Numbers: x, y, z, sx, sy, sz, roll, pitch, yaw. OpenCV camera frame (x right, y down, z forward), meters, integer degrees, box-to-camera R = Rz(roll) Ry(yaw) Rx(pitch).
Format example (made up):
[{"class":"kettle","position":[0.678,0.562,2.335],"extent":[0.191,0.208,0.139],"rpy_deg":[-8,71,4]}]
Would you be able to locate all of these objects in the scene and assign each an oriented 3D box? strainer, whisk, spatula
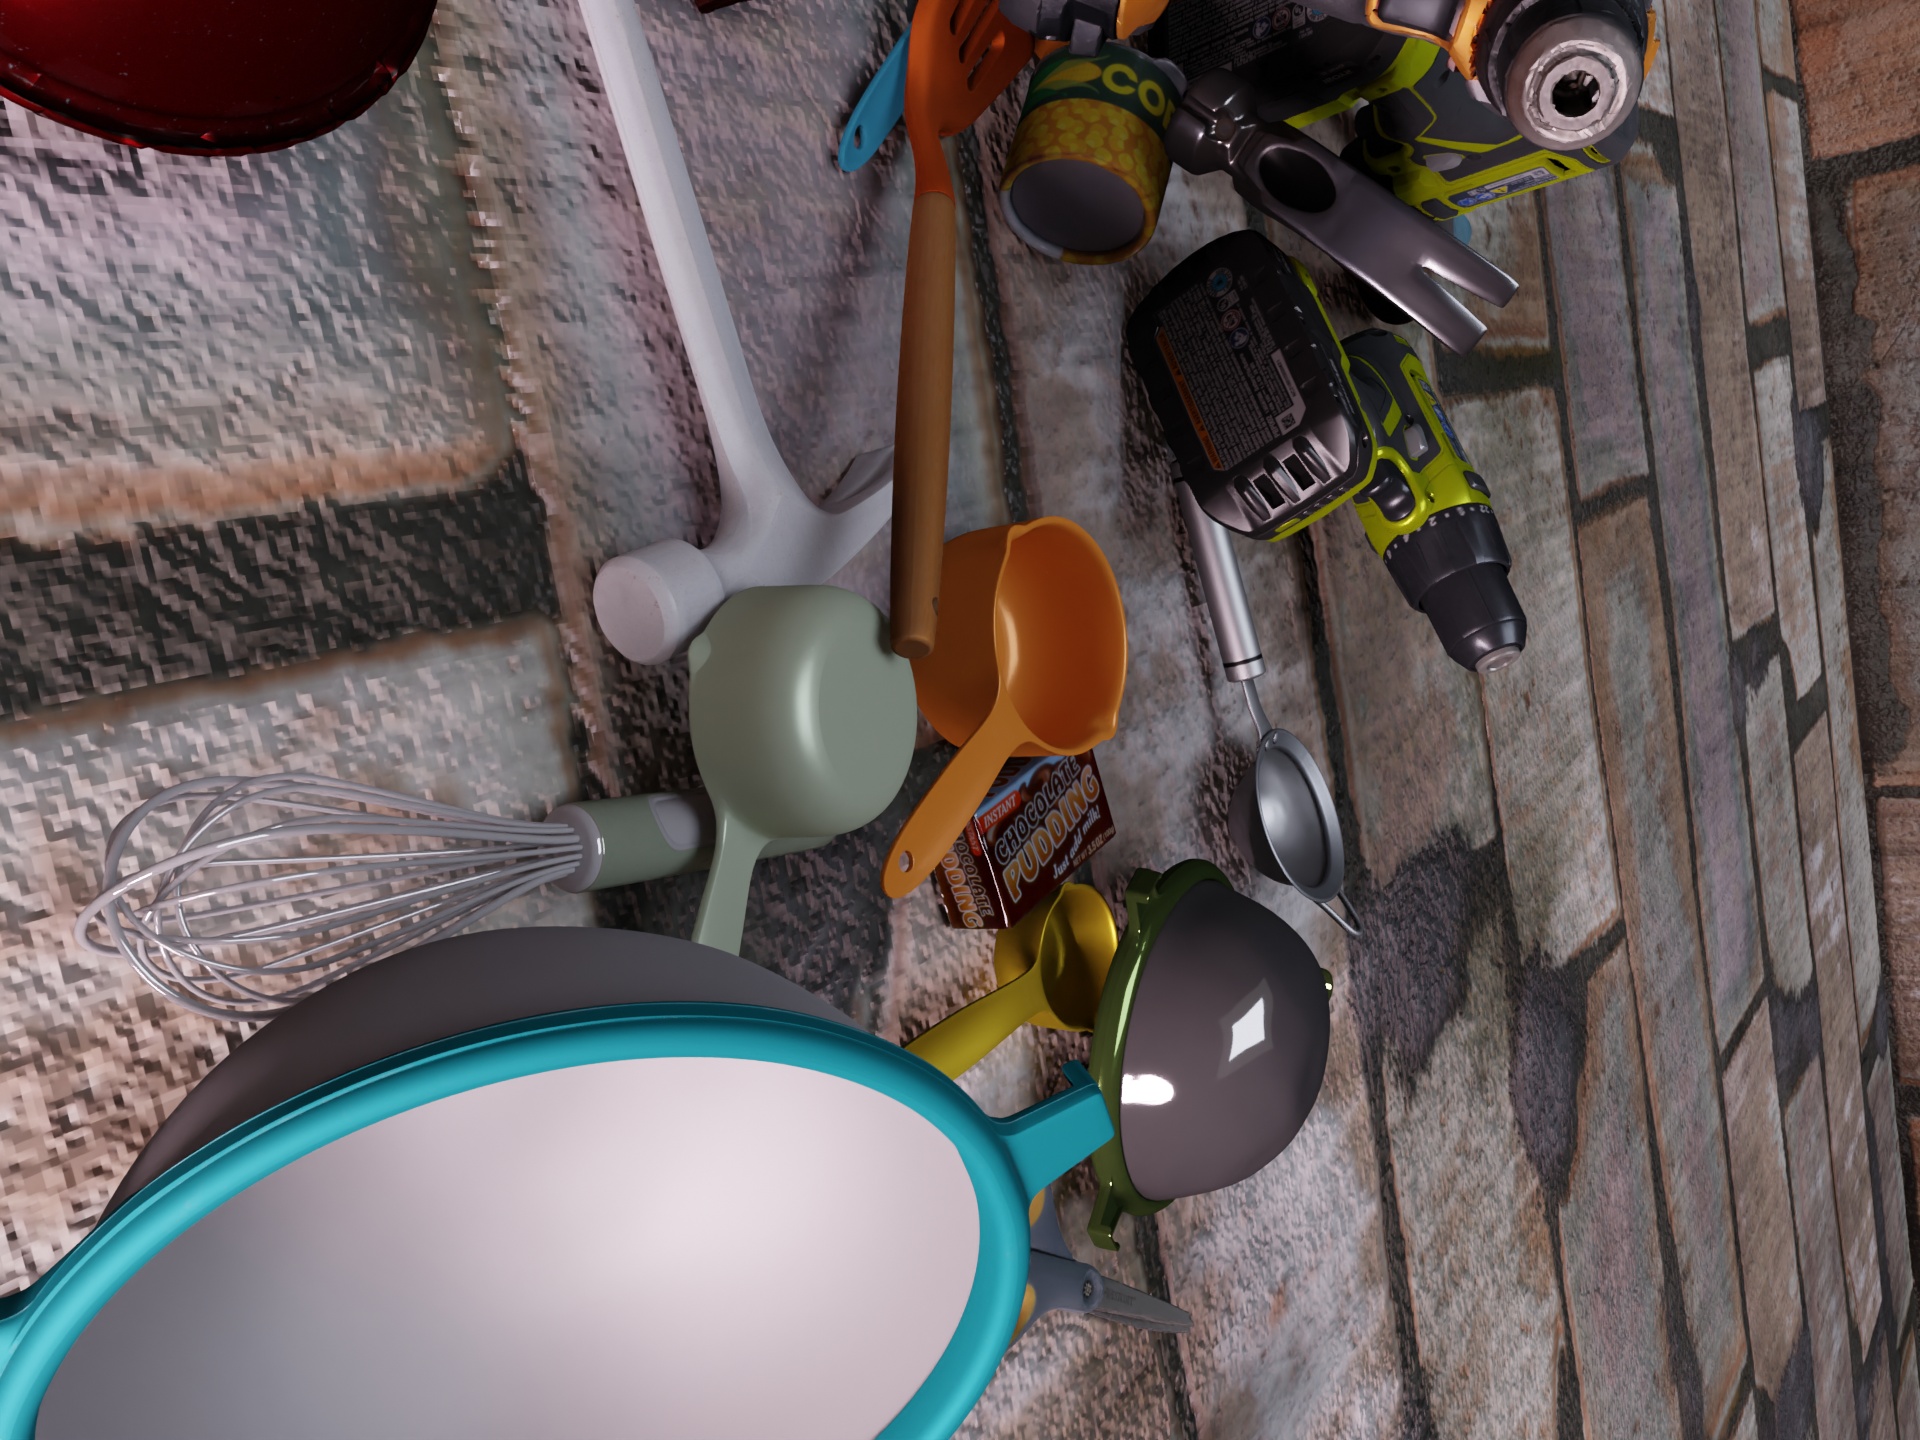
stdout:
[{"class":"strainer","position":[0.141,0.138,0.704],"extent":[0.256,0.069,0.151],"rpy_deg":[3,94,-59]},{"class":"strainer","position":[0.136,-0.017,0.755],"extent":[0.087,0.050,0.258],"rpy_deg":[-25,101,-57]},{"class":"whisk","position":[-0.111,0.035,0.427],"extent":[0.246,0.059,0.058],"rpy_deg":[-5,63,-57]},{"class":"spatula","position":[-0.001,-0.160,0.543],"extent":[0.080,0.041,0.323],"rpy_deg":[63,24,-56]},{"class":"strainer","position":[-0.149,0.103,0.328],"extent":[0.340,0.095,0.211],"rpy_deg":[17,114,-32]}]

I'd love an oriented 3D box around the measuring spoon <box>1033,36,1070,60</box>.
[{"class":"measuring spoon","position":[0.037,-0.287,0.657],"extent":[0.021,0.011,0.116],"rpy_deg":[-51,140,-2]}]

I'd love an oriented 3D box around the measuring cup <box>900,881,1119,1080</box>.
[{"class":"measuring cup","position":[0.006,0.106,0.587],"extent":[0.156,0.029,0.062],"rpy_deg":[-24,106,-48]}]

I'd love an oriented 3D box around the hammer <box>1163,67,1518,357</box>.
[{"class":"hammer","position":[0.204,-0.213,0.756],"extent":[0.038,0.143,0.386],"rpy_deg":[-54,168,19]}]

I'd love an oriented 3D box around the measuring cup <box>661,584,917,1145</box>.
[{"class":"measuring cup","position":[-0.050,0.037,0.451],"extent":[0.083,0.038,0.168],"rpy_deg":[44,49,-51]}]

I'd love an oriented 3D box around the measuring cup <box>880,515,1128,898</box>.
[{"class":"measuring cup","position":[-0.001,-0.002,0.567],"extent":[0.174,0.052,0.095],"rpy_deg":[-55,128,-37]}]

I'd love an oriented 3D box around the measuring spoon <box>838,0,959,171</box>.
[{"class":"measuring spoon","position":[-0.023,-0.253,0.592],"extent":[0.129,0.021,0.042],"rpy_deg":[-64,154,-21]}]

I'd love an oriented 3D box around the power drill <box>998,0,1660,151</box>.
[{"class":"power drill","position":[0.132,-0.262,0.562],"extent":[0.185,0.226,0.084],"rpy_deg":[-67,172,-53]}]

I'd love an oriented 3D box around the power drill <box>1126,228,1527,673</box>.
[{"class":"power drill","position":[0.189,-0.122,0.761],"extent":[0.228,0.080,0.191],"rpy_deg":[12,53,-50]}]

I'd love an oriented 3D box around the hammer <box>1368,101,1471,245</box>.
[{"class":"hammer","position":[0.233,-0.363,0.883],"extent":[0.330,0.033,0.128],"rpy_deg":[37,59,-53]}]

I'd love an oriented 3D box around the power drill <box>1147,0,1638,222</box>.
[{"class":"power drill","position":[0.198,-0.299,0.770],"extent":[0.223,0.171,0.080],"rpy_deg":[5,83,-44]}]

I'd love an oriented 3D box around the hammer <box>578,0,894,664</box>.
[{"class":"hammer","position":[-0.105,-0.229,0.462],"extent":[0.144,0.035,0.405],"rpy_deg":[-34,113,-48]}]
